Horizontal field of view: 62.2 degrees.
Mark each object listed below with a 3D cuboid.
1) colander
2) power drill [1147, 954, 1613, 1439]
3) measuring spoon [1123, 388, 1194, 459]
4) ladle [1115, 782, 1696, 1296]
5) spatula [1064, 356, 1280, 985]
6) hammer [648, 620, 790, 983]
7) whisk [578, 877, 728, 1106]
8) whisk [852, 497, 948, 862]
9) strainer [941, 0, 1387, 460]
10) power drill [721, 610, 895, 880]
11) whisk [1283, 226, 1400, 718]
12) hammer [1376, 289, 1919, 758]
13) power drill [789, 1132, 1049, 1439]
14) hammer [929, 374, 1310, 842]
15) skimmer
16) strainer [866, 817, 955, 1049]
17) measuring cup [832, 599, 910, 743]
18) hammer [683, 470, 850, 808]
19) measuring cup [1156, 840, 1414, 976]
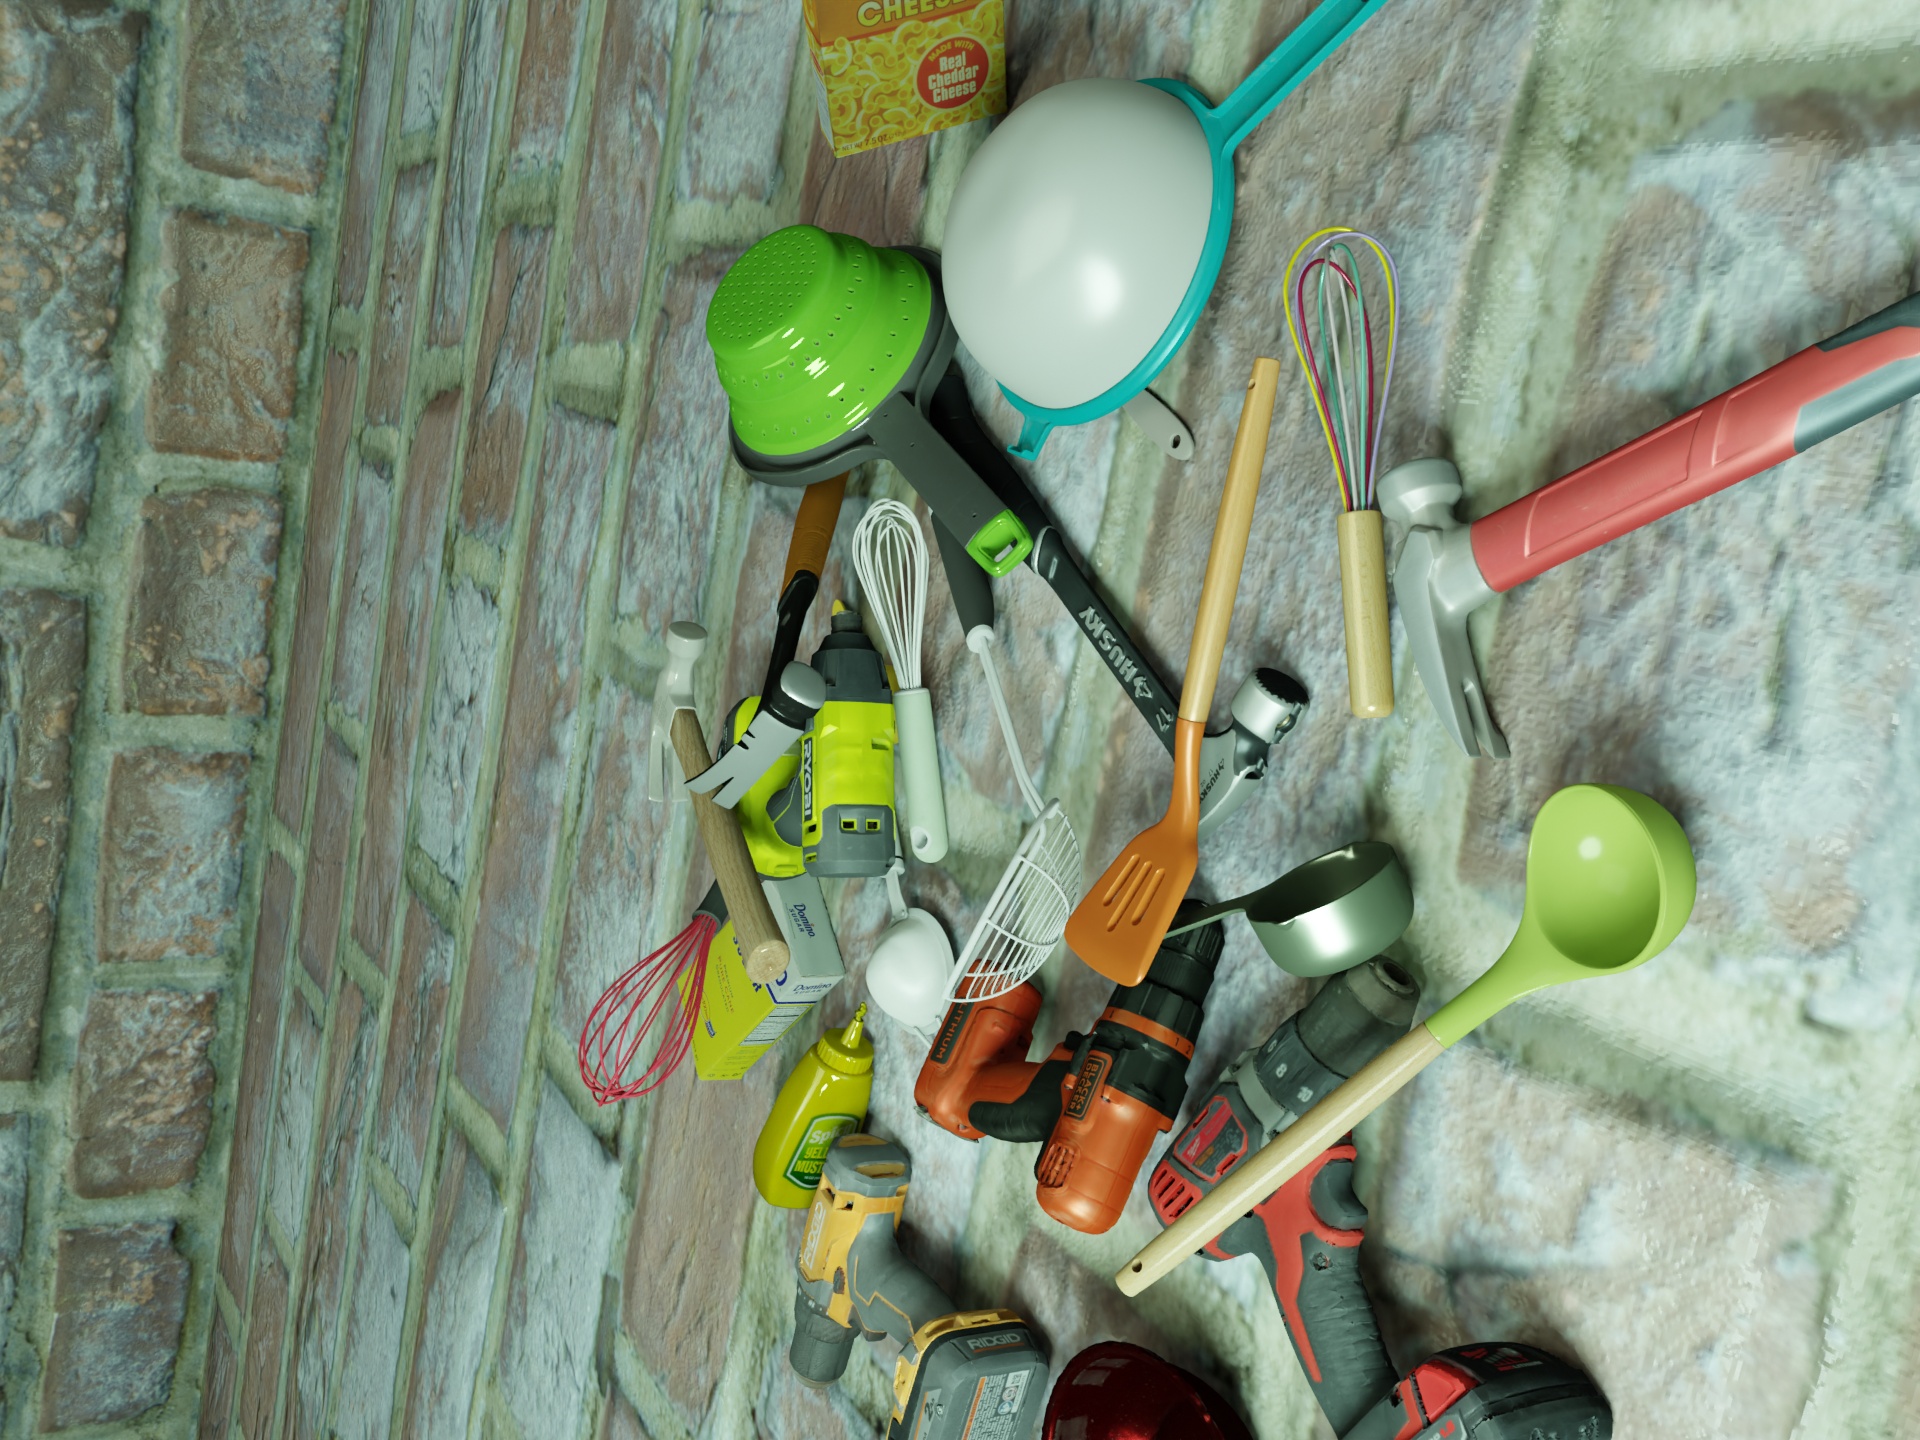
[{"bbox_3d":[-0.071,-0.223,1.039,0.204,0.094,0.398,-43,46,7],"label":"colander"},{"bbox_3d":[0.189,0.239,0.727,0.187,0.080,0.227,-59,40,28],"label":"power drill"},{"bbox_3d":[0.099,-0.188,0.936,0.124,0.018,0.034,55,129,42],"label":"measuring spoon"},{"bbox_3d":[0.178,0.148,0.682,0.320,0.062,0.078,-44,41,15],"label":"ladle"},{"bbox_3d":[0.116,-0.025,0.814,0.081,0.041,0.322,28,110,63],"label":"spatula"},{"bbox_3d":[-0.176,0.067,1.128,0.332,0.031,0.130,-121,42,-50],"label":"hammer"},{"bbox_3d":[-0.192,0.159,1.150,0.073,0.073,0.296,-46,12,42],"label":"whisk"},{"bbox_3d":[-0.034,-0.027,1.066,0.058,0.059,0.246,-5,93,38],"label":"whisk"},{"bbox_3d":[0.090,-0.313,0.885,0.340,0.095,0.211,-36,53,43],"label":"strainer"},{"bbox_3d":[-0.102,0.028,1.099,0.223,0.080,0.171,156,114,-66],"label":"power drill"},{"bbox_3d":[0.191,-0.123,0.785,0.051,0.047,0.245,168,100,-68],"label":"whisk"},{"bbox_3d":[0.326,-0.109,0.601,0.386,0.038,0.143,-30,64,49],"label":"hammer"},{"bbox_3d":[-0.045,0.405,1.030,0.226,0.084,0.185,37,117,54],"label":"power drill"},{"bbox_3d":[0.060,-0.087,0.969,0.149,0.036,0.409,-61,42,31],"label":"hammer"},{"bbox_3d":[-0.002,-0.003,0.968,0.127,0.090,0.364,110,152,-50],"label":"skimmer"},{"bbox_3d":[-0.049,0.109,1.097,0.087,0.050,0.259,-37,54,44],"label":"strainer"},{"bbox_3d":[-0.064,-0.040,1.149,0.157,0.029,0.062,-114,38,-49],"label":"measuring cup"},{"bbox_3d":[-0.110,-0.093,1.076,0.127,0.034,0.337,-44,25,38],"label":"hammer"},{"bbox_3d":[0.149,0.105,0.786,0.167,0.083,0.038,-25,96,44],"label":"measuring cup"}]
